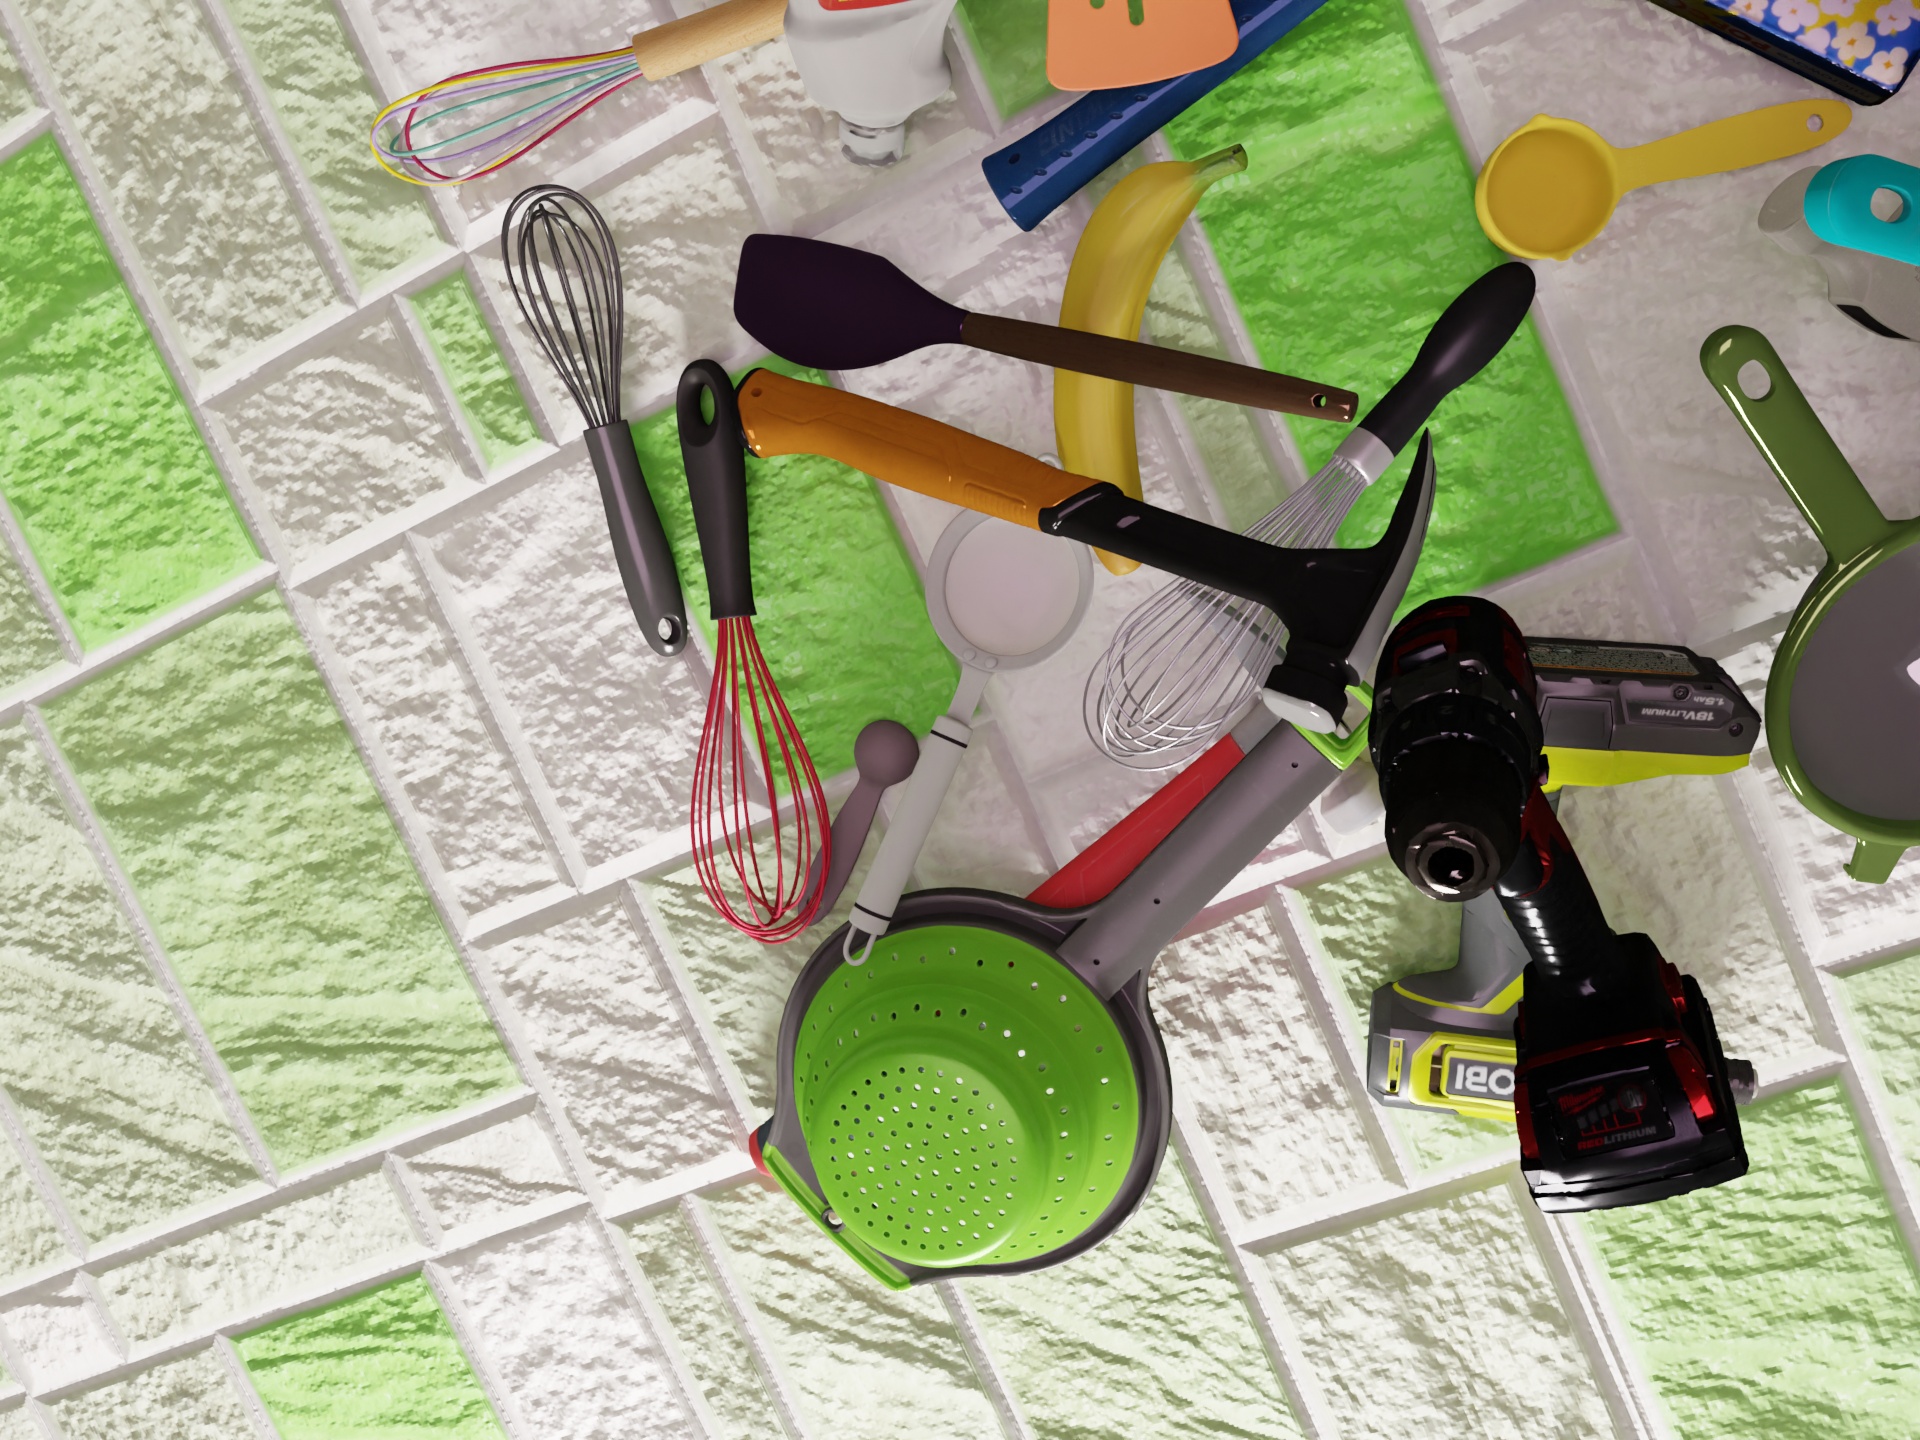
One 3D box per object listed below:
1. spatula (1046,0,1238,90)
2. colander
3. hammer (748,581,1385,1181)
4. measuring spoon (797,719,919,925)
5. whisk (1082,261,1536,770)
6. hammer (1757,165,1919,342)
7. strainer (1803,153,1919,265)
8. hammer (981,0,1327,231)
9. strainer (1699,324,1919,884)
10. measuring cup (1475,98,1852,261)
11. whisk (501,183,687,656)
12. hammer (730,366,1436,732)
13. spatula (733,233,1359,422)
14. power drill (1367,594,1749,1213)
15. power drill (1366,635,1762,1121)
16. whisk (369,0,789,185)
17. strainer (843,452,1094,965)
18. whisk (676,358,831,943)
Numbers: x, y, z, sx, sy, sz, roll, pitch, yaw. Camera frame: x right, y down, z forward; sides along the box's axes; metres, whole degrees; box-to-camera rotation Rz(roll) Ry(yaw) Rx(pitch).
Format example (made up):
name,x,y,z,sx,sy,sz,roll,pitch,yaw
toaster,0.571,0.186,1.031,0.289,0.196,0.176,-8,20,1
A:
name,x,y,z,sx,sy,sz,roll,pitch,yaw
spatula,0.050,-0.423,0.627,0.081,0.041,0.322,-8,99,9
colander,0.047,0.131,0.733,0.204,0.094,0.397,43,107,4
hammer,0.023,0.101,0.803,0.386,0.038,0.143,-41,89,17
measuring spoon,-0.058,0.056,0.822,0.034,0.018,0.124,27,107,6
whisk,0.156,-0.093,0.704,0.070,0.070,0.284,41,91,2
hammer,0.458,-0.295,0.613,0.130,0.031,0.331,30,102,-19
strainer,0.433,-0.151,0.592,0.340,0.095,0.211,10,101,-14
hammer,0.184,-0.335,0.659,0.405,0.035,0.144,-32,64,20
strainer,0.369,-0.064,0.657,0.151,0.069,0.256,-38,107,15
measuring cup,0.299,-0.239,0.683,0.156,0.029,0.062,-13,99,3
whisk,-0.175,-0.147,0.795,0.055,0.055,0.239,-10,104,14
hammer,0.036,-0.108,0.706,0.337,0.034,0.127,22,79,27
spatula,0.025,-0.171,0.720,0.316,0.018,0.059,17,106,25
power drill,0.217,0.076,0.602,0.080,0.188,0.226,-21,106,25
power drill,0.281,0.080,0.724,0.171,0.080,0.223,4,106,12
whisk,-0.171,-0.309,0.765,0.245,0.051,0.047,-15,119,11
strainer,-0.001,-0.002,0.760,0.087,0.050,0.258,24,89,24
whisk,-0.112,-0.032,0.798,0.073,0.073,0.296,-5,94,14
